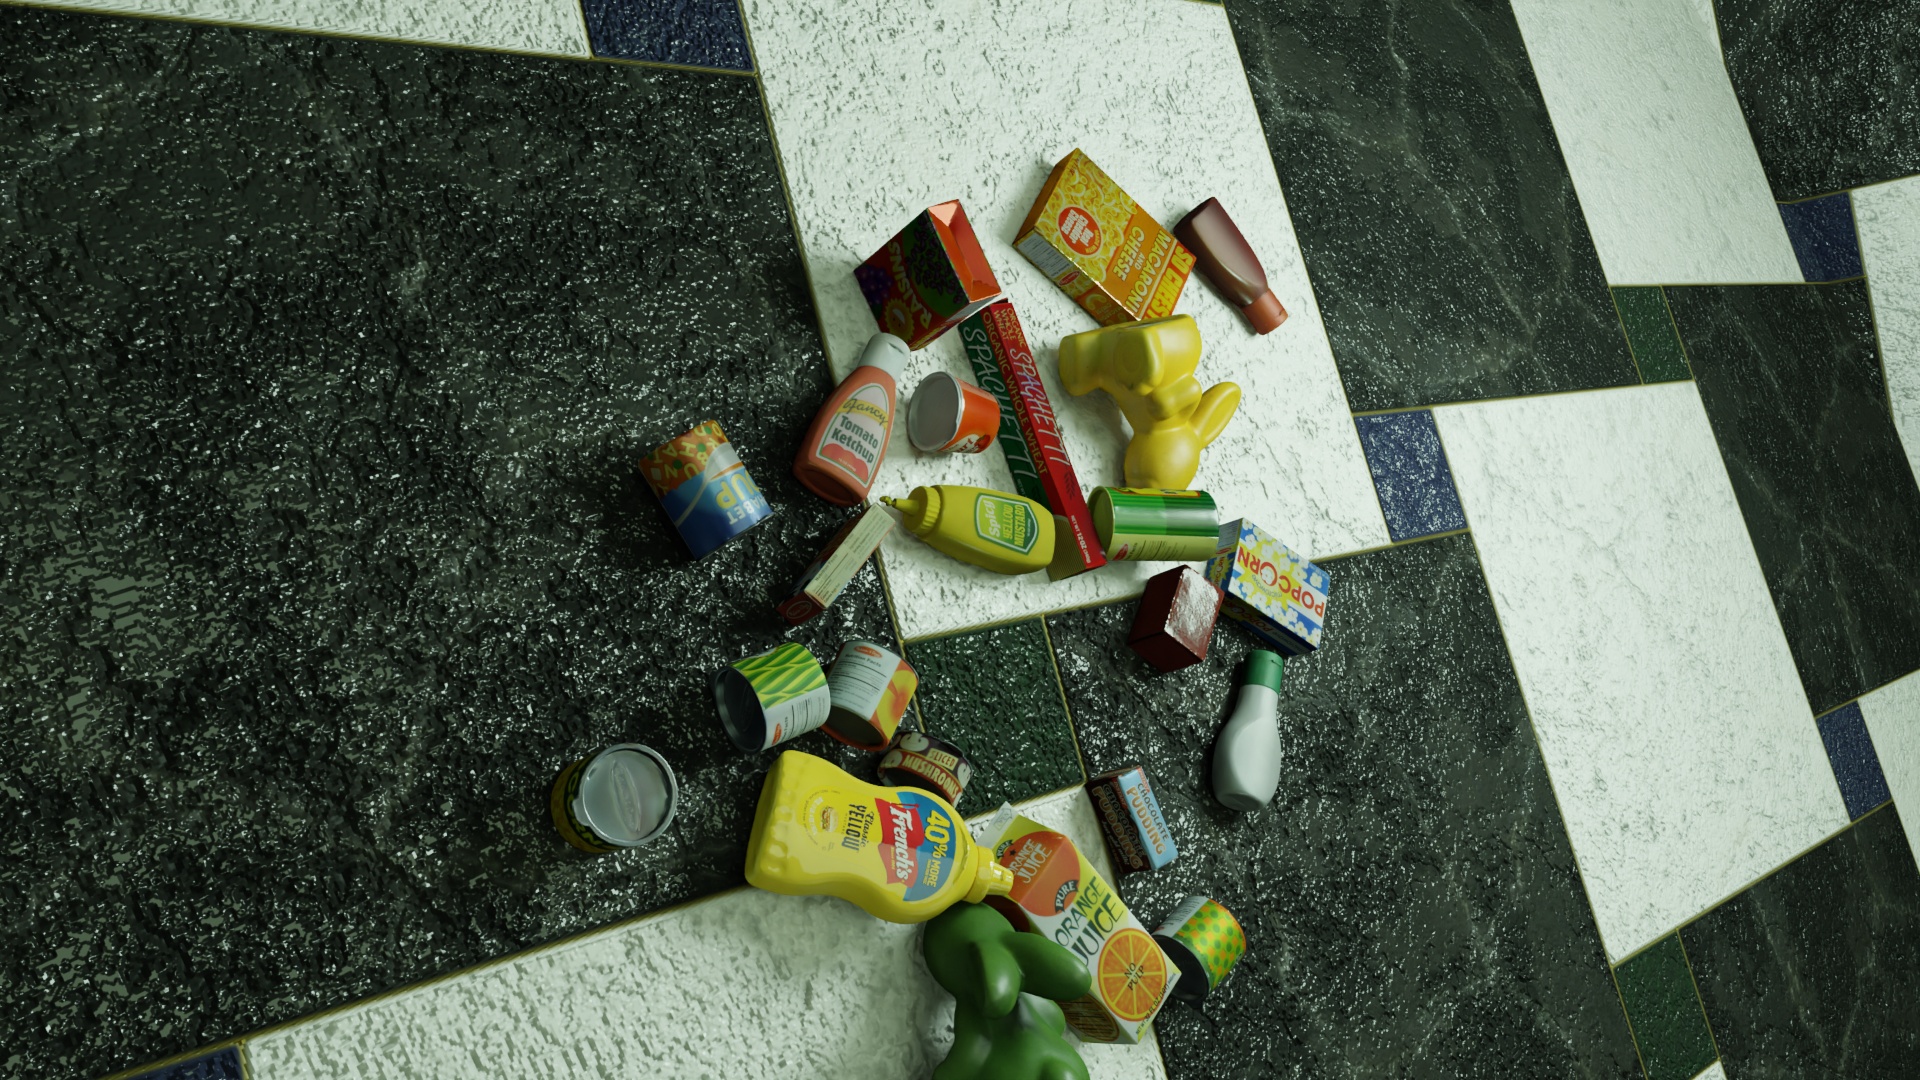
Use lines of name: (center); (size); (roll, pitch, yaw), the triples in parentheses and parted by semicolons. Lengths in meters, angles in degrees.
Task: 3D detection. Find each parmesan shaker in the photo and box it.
parmesan shaker: (0.168, -0.013, 1.234); (0.103, 0.071, 0.071); (1, 73, -18)

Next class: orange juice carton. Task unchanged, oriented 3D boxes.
orange juice carton: (0.076, 0.296, 1.076); (0.192, 0.072, 0.072); (51, 54, -10)

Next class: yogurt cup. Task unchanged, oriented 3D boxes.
yogurt cup: (-0.004, -0.104, 1.166); (0.054, 0.072, 0.072); (11, 68, -41)

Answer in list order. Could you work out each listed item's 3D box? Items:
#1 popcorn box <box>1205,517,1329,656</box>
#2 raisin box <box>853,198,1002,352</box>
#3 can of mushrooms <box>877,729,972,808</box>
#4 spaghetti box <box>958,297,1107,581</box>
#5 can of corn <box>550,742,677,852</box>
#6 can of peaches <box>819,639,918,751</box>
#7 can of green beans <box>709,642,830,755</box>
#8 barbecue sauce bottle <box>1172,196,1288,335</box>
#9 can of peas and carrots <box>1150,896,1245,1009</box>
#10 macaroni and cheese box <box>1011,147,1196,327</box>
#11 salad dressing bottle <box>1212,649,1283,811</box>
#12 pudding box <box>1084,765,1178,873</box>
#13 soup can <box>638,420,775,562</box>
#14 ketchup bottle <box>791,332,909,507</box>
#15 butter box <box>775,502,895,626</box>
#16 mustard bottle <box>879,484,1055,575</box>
popcorn box: (0.297, 0.046, 1.343); (0.126, 0.038, 0.085); (31, 59, -23)
raisin box: (-0.029, -0.215, 1.147); (0.040, 0.123, 0.086); (-26, 90, -37)
can of mushrooms: (-0.026, 0.174, 1.047); (0.071, 0.071, 0.033); (41, 57, -17)
spaghetti box: (0.062, -0.088, 1.214); (0.029, 0.050, 0.250); (-16, 83, -39)
can of corn: (-0.230, 0.171, 0.911); (0.071, 0.058, 0.071); (12, 68, -32)
can of peaches: (-0.072, 0.118, 1.039); (0.071, 0.071, 0.058); (39, 56, -19)
can of green beans: (-0.135, 0.112, 0.994); (0.058, 0.071, 0.071); (-19, 86, -39)
barbecue sauce bottle: (0.285, -0.282, 1.445); (0.148, 0.043, 0.065); (51, 53, -11)
can of peas and carrots: (0.195, 0.340, 1.150); (0.059, 0.070, 0.071); (-32, 94, -39)
macaroni and cheese box: (0.142, -0.280, 1.344); (0.166, 0.040, 0.124); (38, 56, -18)
salad dressing bottle: (0.269, 0.173, 1.276); (0.064, 0.044, 0.148); (31, 58, -22)
pudding box: (0.143, 0.233, 1.160); (0.030, 0.049, 0.083); (-20, 87, -37)
soup can: (-0.183, -0.038, 1.009); (0.072, 0.071, 0.083); (-34, 95, -38)
ketchup bottle: (-0.082, -0.101, 1.121); (0.064, 0.043, 0.149); (34, 57, -21)
butter box: (-0.095, 0.018, 1.064); (0.024, 0.053, 0.104); (45, 53, -12)
mustard bottle: (0.004, -0.014, 1.148); (0.160, 0.048, 0.065); (14, 65, -31)
